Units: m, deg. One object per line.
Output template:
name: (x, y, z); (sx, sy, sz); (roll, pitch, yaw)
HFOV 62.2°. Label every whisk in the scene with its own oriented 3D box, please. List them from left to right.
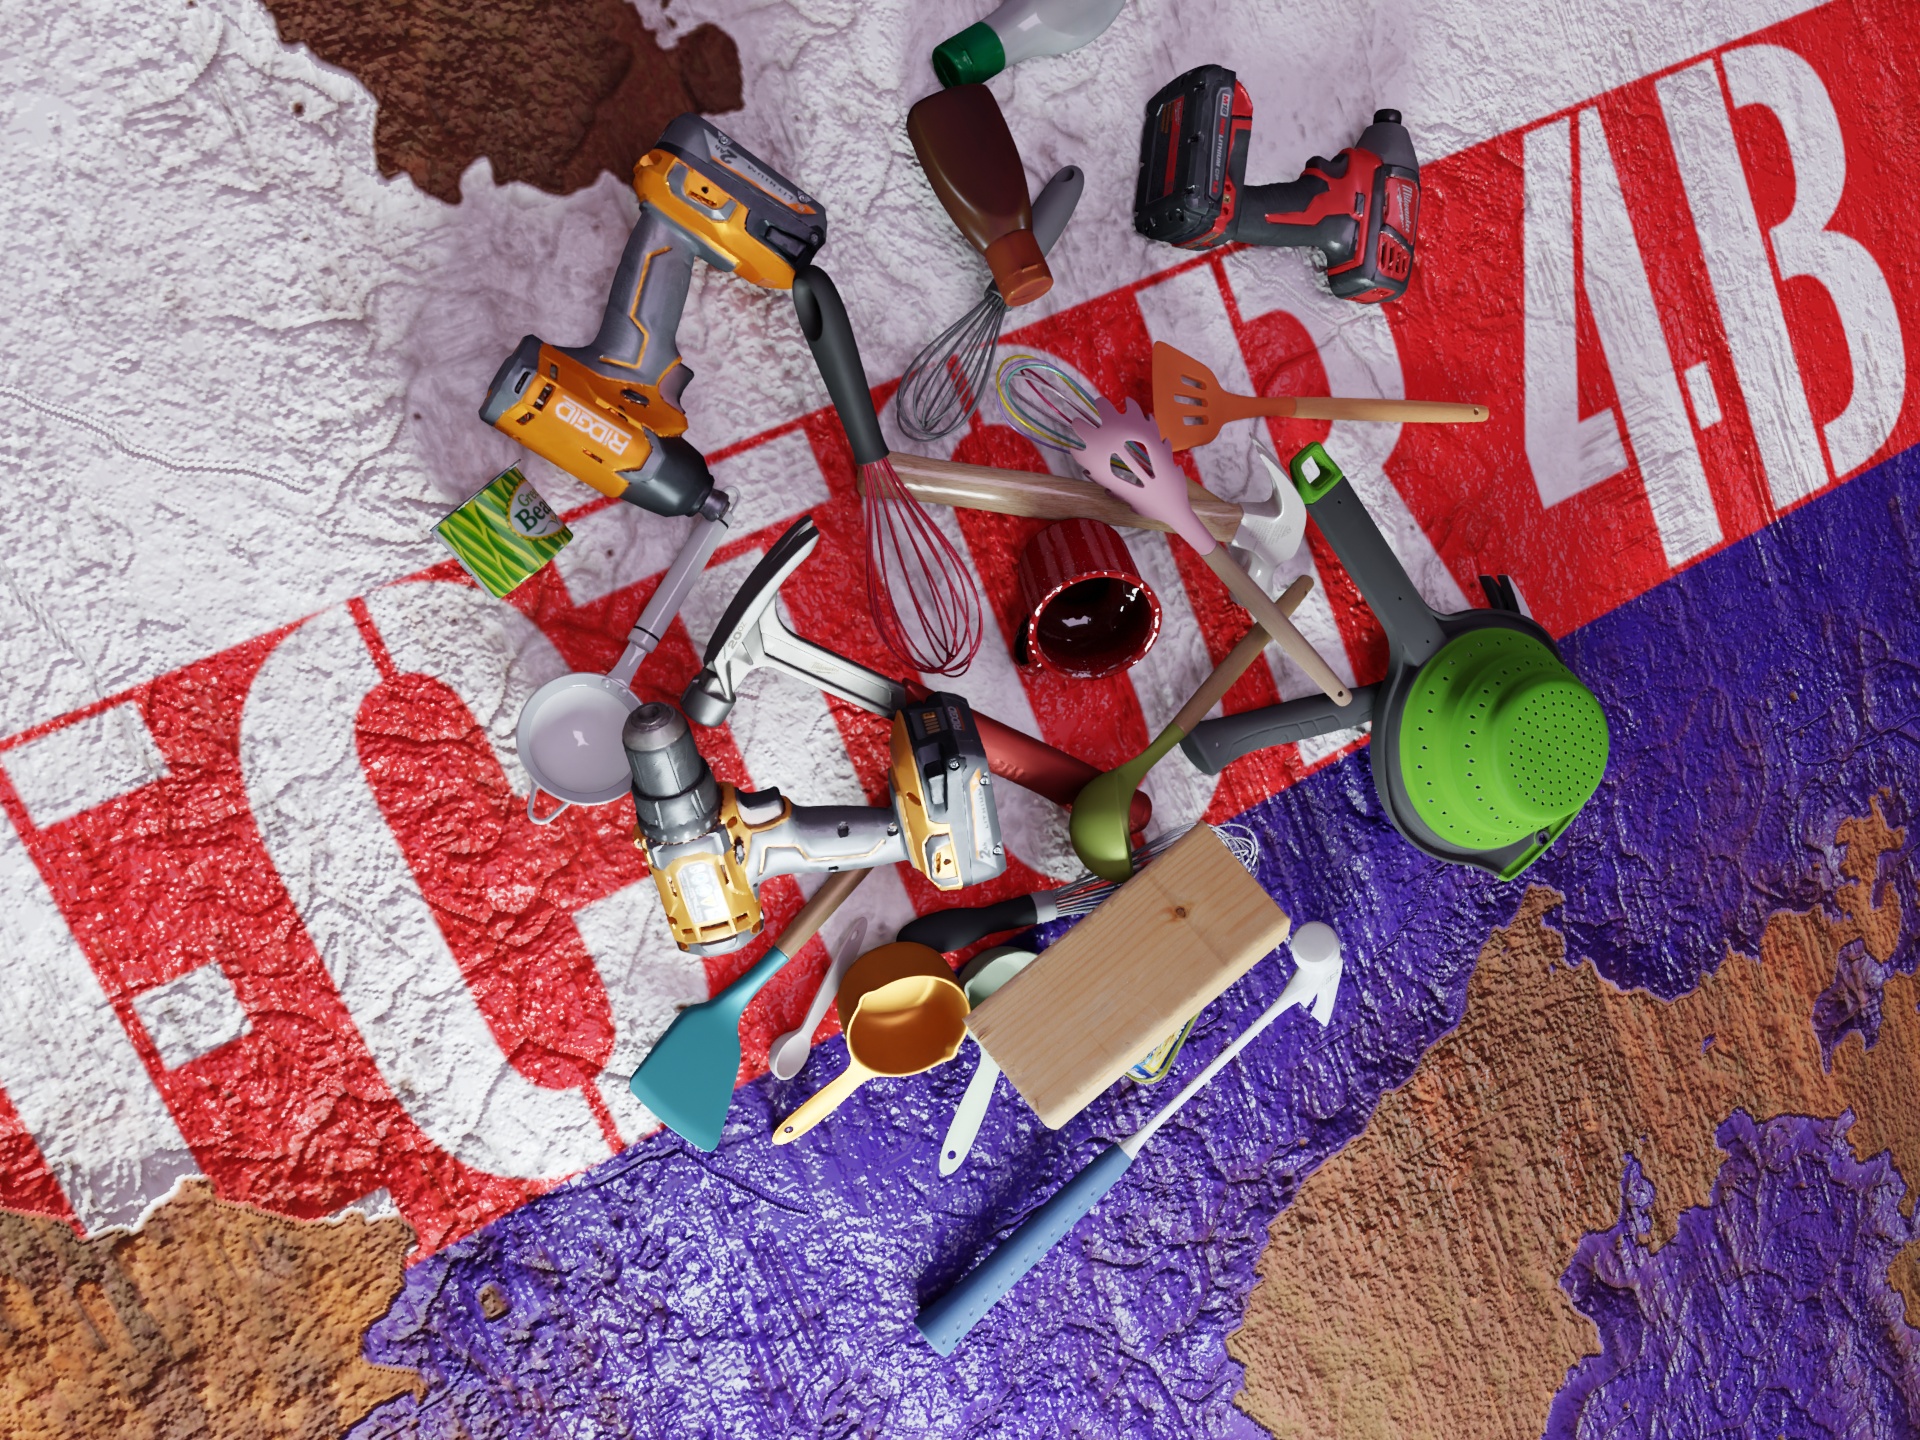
whisk: (-0.052, -0.155, 1.045); (0.073, 0.073, 0.295); (-28, 117, -18)
whisk: (0.025, -0.294, 1.110); (0.055, 0.055, 0.239); (35, 75, -20)
whisk: (0.089, 0.128, 1.155); (0.284, 0.070, 0.070); (-13, 98, -15)
whisk: (0.125, -0.194, 1.153); (0.244, 0.051, 0.047); (27, 39, -26)

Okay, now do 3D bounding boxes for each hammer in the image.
hammer: (-0.002, -0.003, 1.076); (0.358, 0.037, 0.149); (25, 111, -32)
hammer: (0.091, -0.157, 1.128); (0.331, 0.031, 0.130); (6, 127, -16)
hammer: (0.130, 0.310, 1.165); (0.405, 0.035, 0.144); (-42, 151, -7)
hammer: (0.319, -0.019, 1.246); (0.334, 0.035, 0.146); (-12, 98, -20)

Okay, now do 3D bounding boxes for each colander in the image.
colander: (0.378, -0.045, 1.197); (0.204, 0.094, 0.396); (-42, 108, -14)

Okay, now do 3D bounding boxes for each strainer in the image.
strainer: (-0.209, -0.045, 1.032); (0.086, 0.050, 0.258); (32, 76, -12)

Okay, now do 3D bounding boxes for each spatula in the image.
spatula: (-0.099, 0.142, 1.084); (0.317, 0.044, 0.082); (-49, 117, -14)
spatula: (0.278, -0.240, 1.213); (0.322, 0.041, 0.081); (-3, 90, -23)

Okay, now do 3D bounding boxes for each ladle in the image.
ladle: (0.181, -0.005, 1.148); (0.320, 0.062, 0.078); (-46, 140, -29)

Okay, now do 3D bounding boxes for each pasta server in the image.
pasta server: (0.189, -0.110, 1.132); (0.060, 0.040, 0.316); (-41, 121, 13)

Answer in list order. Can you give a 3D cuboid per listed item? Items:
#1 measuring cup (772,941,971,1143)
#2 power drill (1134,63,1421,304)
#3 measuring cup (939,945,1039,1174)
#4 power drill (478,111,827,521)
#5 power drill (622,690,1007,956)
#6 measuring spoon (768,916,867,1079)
measuring cup: (-0.072, 0.223, 1.101); (0.173, 0.052, 0.095); (-43, 124, 11)
power drill: (0.245, -0.400, 1.175); (0.219, 0.078, 0.143); (7, 91, -25)
measuring cup: (0.015, 0.241, 1.140); (0.083, 0.038, 0.167); (24, 86, -21)
power drill: (-0.178, -0.245, 1.013); (0.164, 0.084, 0.226); (32, 86, -21)
power drill: (-0.096, 0.048, 1.008); (0.226, 0.084, 0.185); (-14, 126, -4)
measuring spoon: (-0.100, 0.190, 1.103); (0.124, 0.018, 0.034); (-61, 146, -14)
